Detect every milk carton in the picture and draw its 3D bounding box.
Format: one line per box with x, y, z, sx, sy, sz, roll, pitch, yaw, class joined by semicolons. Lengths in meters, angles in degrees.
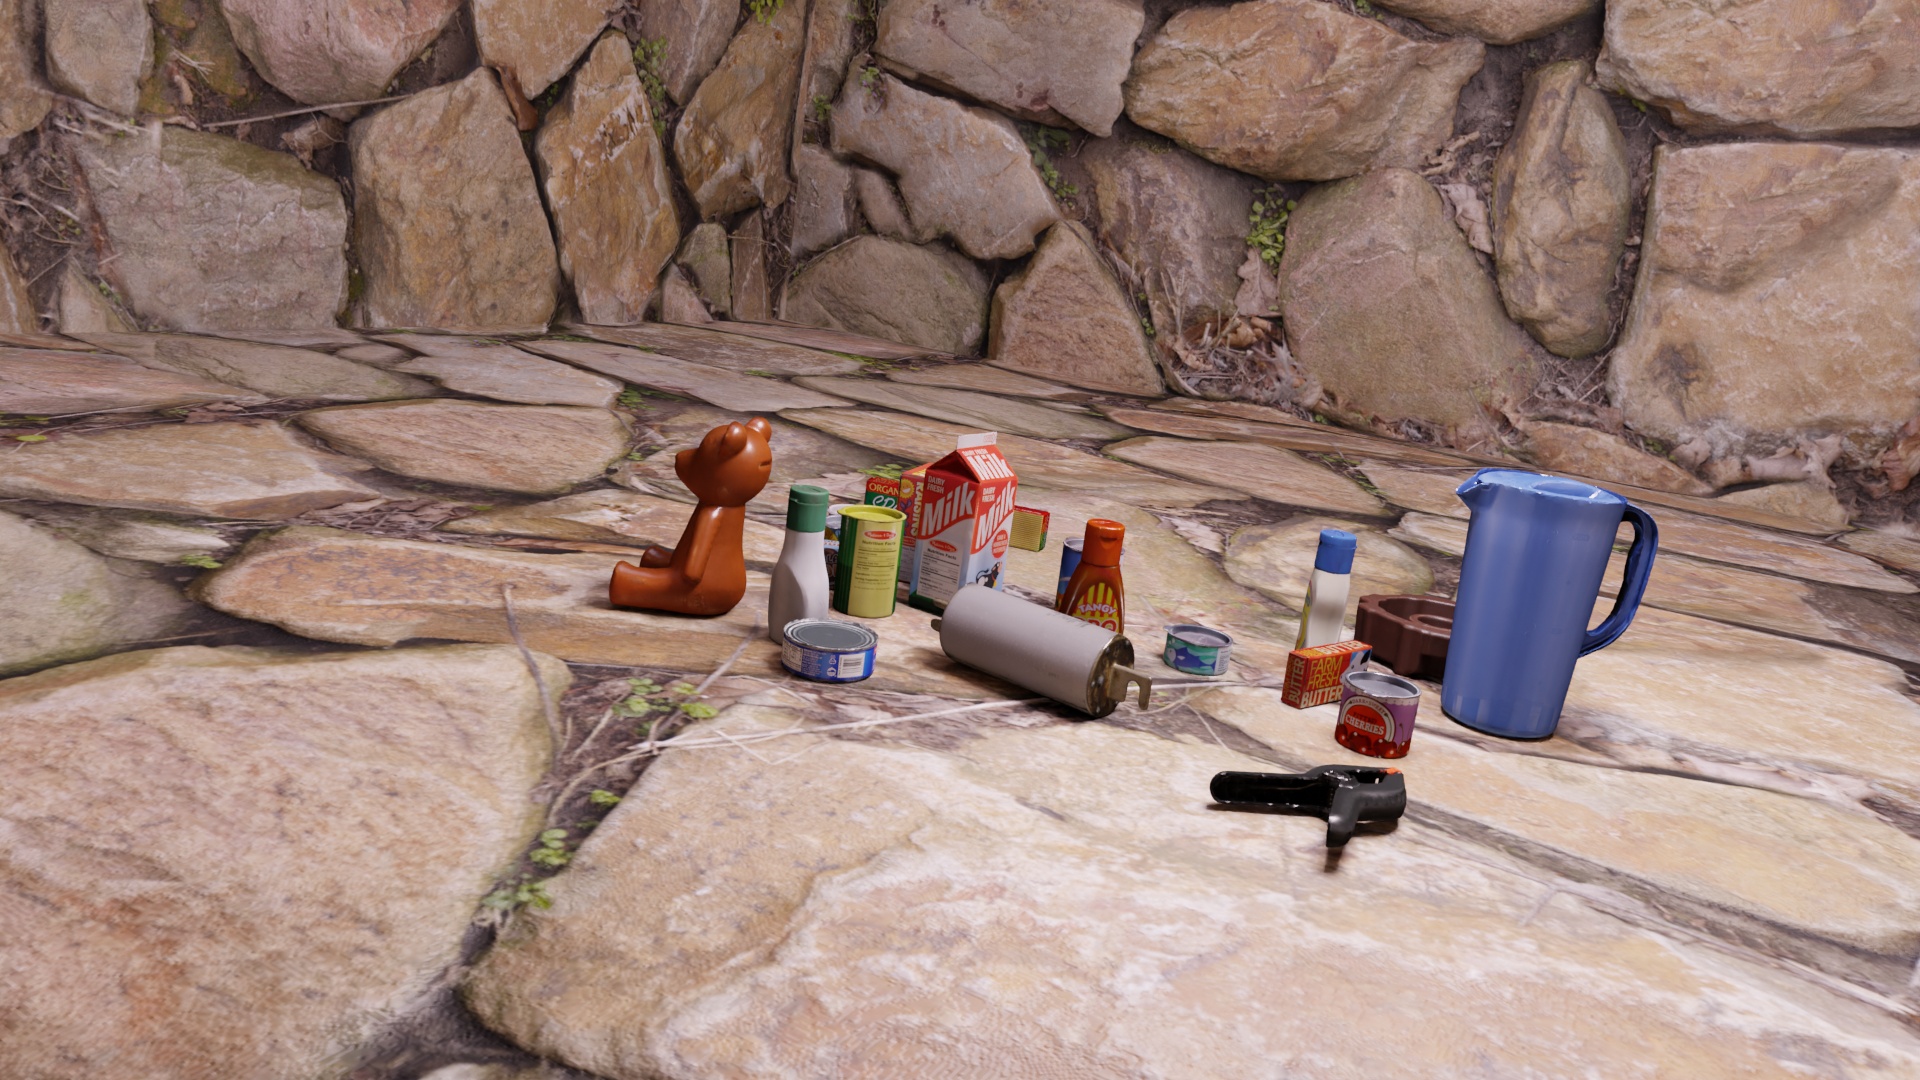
0.005;-0.018;1.449;0.073;0.190;0.072;16;16;32;milk carton

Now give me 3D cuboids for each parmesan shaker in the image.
-0.097;0.021;1.421;0.071;0.102;0.071;7;14;-2;parmesan shaker

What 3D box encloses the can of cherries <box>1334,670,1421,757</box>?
0.366;0.154;1.226;0.071;0.058;0.071;7;14;-2;can of cherries

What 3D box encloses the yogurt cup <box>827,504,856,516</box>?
-0.124;-0.009;1.627;0.072;0.053;0.072;7;14;-2;yogurt cup

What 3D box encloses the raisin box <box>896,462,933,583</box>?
-0.042;-0.020;1.570;0.040;0.123;0.086;12;14;19;raisin box

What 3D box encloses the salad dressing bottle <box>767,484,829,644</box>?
-0.148;0.023;1.292;0.044;0.147;0.064;-6;19;-44;salad dressing bottle

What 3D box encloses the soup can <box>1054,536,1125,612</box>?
0.135;0.045;1.486;0.071;0.083;0.071;7;14;-2;soup can

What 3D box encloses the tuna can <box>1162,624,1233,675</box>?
0.235;0.109;1.389;0.071;0.032;0.071;7;14;-2;tuna can

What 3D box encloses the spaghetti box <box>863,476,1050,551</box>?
-0.009;-0.035;1.800;0.250;0.050;0.029;12;14;18;spaghetti box

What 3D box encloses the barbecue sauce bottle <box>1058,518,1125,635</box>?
0.126;0.055;1.307;0.065;0.148;0.044;5;14;-8;barbecue sauce bottle

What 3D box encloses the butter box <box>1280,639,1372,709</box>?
0.352;0.128;1.332;0.104;0.053;0.024;-4;17;-39;butter box

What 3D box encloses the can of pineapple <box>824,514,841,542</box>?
-0.127;0.007;1.554;0.071;0.057;0.071;7;14;-2;can of pineapple

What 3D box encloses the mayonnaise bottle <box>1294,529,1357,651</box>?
0.367;0.064;1.399;0.041;0.147;0.065;9;13;5;mayonnaise bottle

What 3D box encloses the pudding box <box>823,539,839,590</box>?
-0.142;0.026;1.489;0.084;0.049;0.030;9;14;4;pudding box
